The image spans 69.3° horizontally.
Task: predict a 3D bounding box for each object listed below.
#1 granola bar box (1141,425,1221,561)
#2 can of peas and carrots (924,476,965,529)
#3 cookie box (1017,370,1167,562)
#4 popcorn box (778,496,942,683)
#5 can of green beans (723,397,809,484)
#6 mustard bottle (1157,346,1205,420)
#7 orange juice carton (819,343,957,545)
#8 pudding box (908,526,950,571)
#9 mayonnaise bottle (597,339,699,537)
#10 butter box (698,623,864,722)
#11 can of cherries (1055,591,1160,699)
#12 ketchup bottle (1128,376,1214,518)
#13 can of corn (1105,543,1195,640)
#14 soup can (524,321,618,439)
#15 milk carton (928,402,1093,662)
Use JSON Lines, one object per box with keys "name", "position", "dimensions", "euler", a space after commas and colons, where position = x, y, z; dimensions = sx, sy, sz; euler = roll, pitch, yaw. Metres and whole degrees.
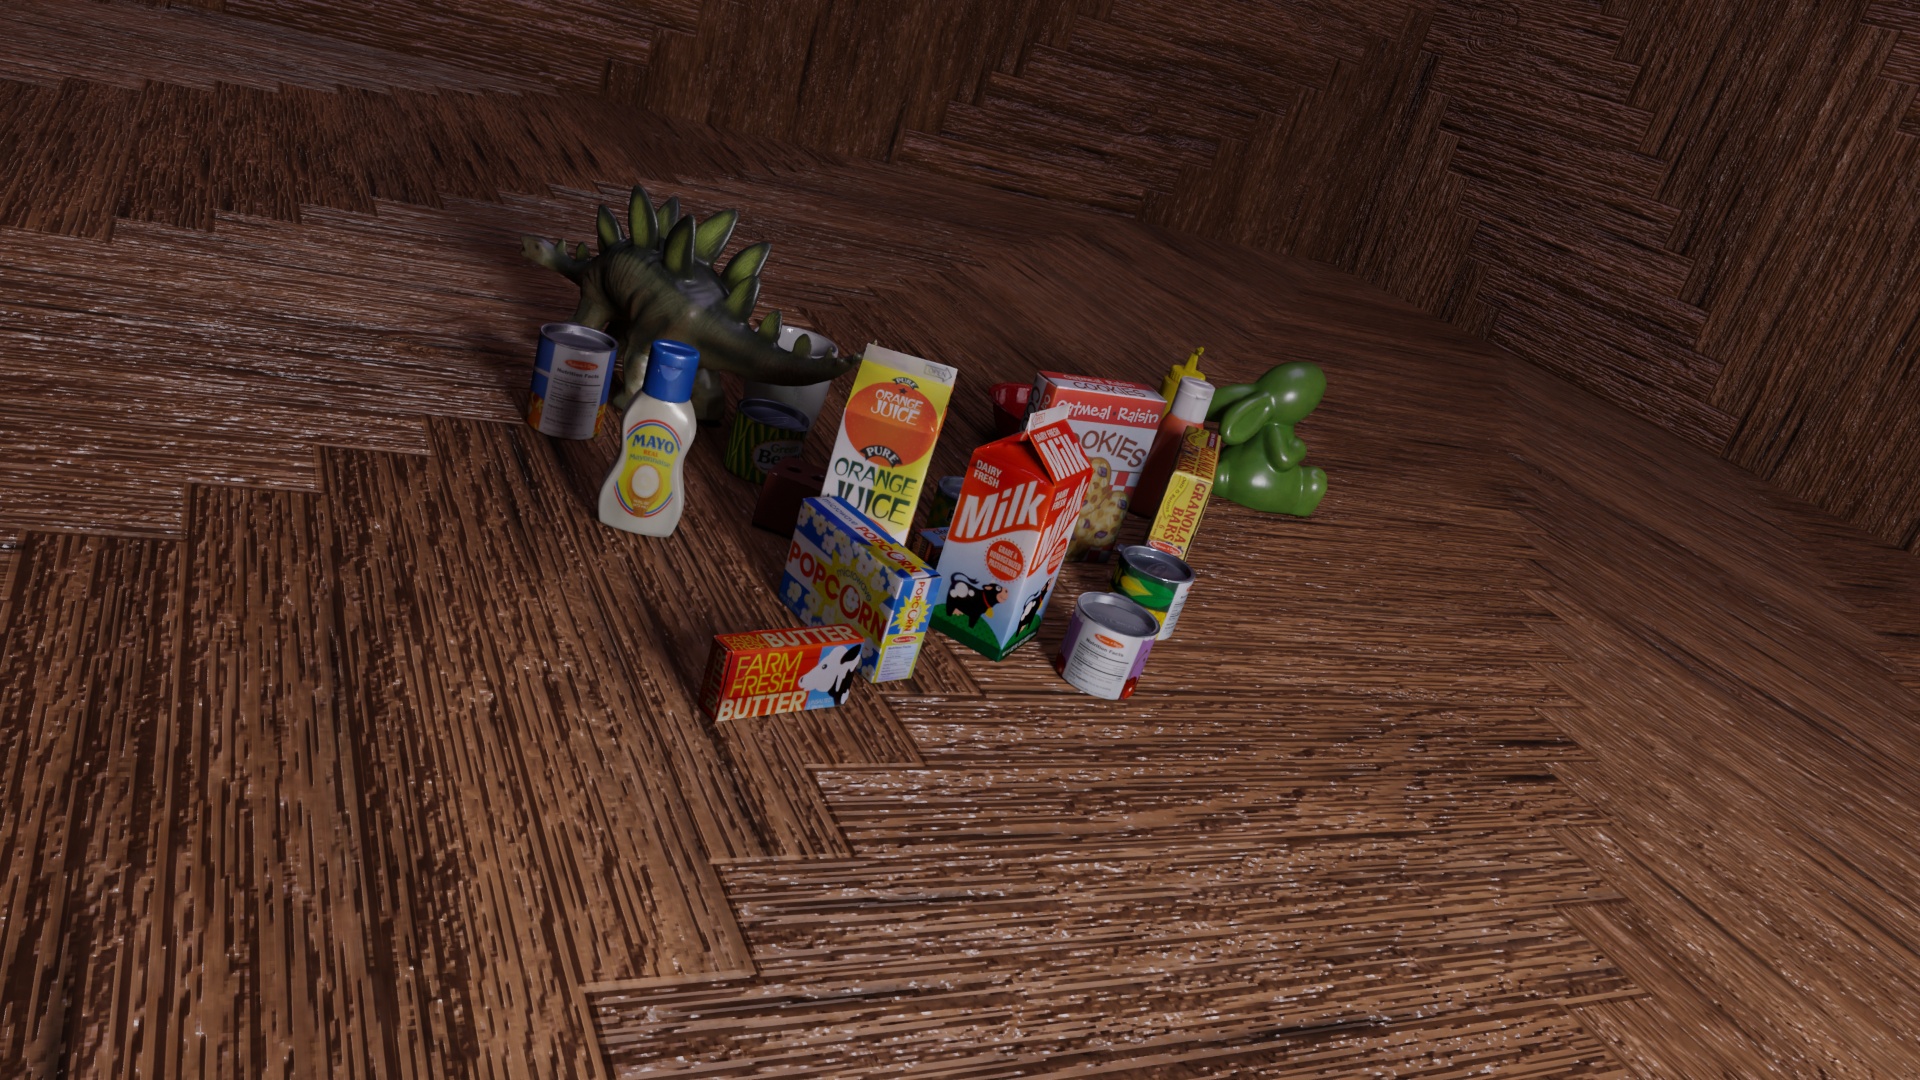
{"name": "granola bar box", "position": [0.202, -0.027, 1.293], "dimensions": [0.039, 0.123, 0.166], "euler": [20, 22, 6]}
{"name": "can of peas and carrots", "position": [0.004, -0.015, 1.203], "dimensions": [0.071, 0.058, 0.071], "euler": [15, 22, -6]}
{"name": "cookie box", "position": [0.102, -0.064, 1.247], "dimensions": [0.123, 0.166, 0.040], "euler": [3, 26, -32]}
{"name": "popcorn box", "position": [-0.075, 0.033, 0.994], "dimensions": [0.038, 0.085, 0.127], "euler": [-4, 30, -43]}
{"name": "can of green beans", "position": [-0.174, -0.088, 1.242], "dimensions": [0.071, 0.057, 0.071], "euler": [15, 22, -6]}
{"name": "mustard bottle", "position": [0.237, -0.143, 1.547], "dimensions": [0.049, 0.159, 0.065], "euler": [21, 22, 7]}
{"name": "orange juice carton", "position": [-0.063, -0.052, 1.061], "dimensions": [0.072, 0.191, 0.073], "euler": [17, 22, -1]}
{"name": "pudding box", "position": [-0.005, 0.015, 1.137], "dimensions": [0.084, 0.049, 0.030], "euler": [-4, 30, -43]}
{"name": "mayonnaise bottle", "position": [-0.232, -0.077, 1.053], "dimensions": [0.065, 0.147, 0.041], "euler": [13, 22, -11]}
{"name": "butter box", "position": [-0.113, 0.084, 0.888], "dimensions": [0.104, 0.053, 0.024], "euler": [-2, 29, -40]}
{"name": "can of cherries", "position": [0.113, 0.079, 1.062], "dimensions": [0.071, 0.058, 0.072], "euler": [15, 22, -6]}
{"name": "ketchup bottle", "position": [0.221, -0.094, 1.434], "dimensions": [0.065, 0.148, 0.044], "euler": [11, 23, -18]}
{"name": "can of corn", "position": [0.156, 0.043, 1.181], "dimensions": [0.071, 0.058, 0.071], "euler": [15, 22, -6]}
{"name": "soup can", "position": [-0.337, -0.139, 1.203], "dimensions": [0.071, 0.083, 0.071], "euler": [15, 22, -6]}
{"name": "milk carton", "position": [0.040, -0.013, 1.050], "dimensions": [0.073, 0.189, 0.072], "euler": [26, 23, 21]}
